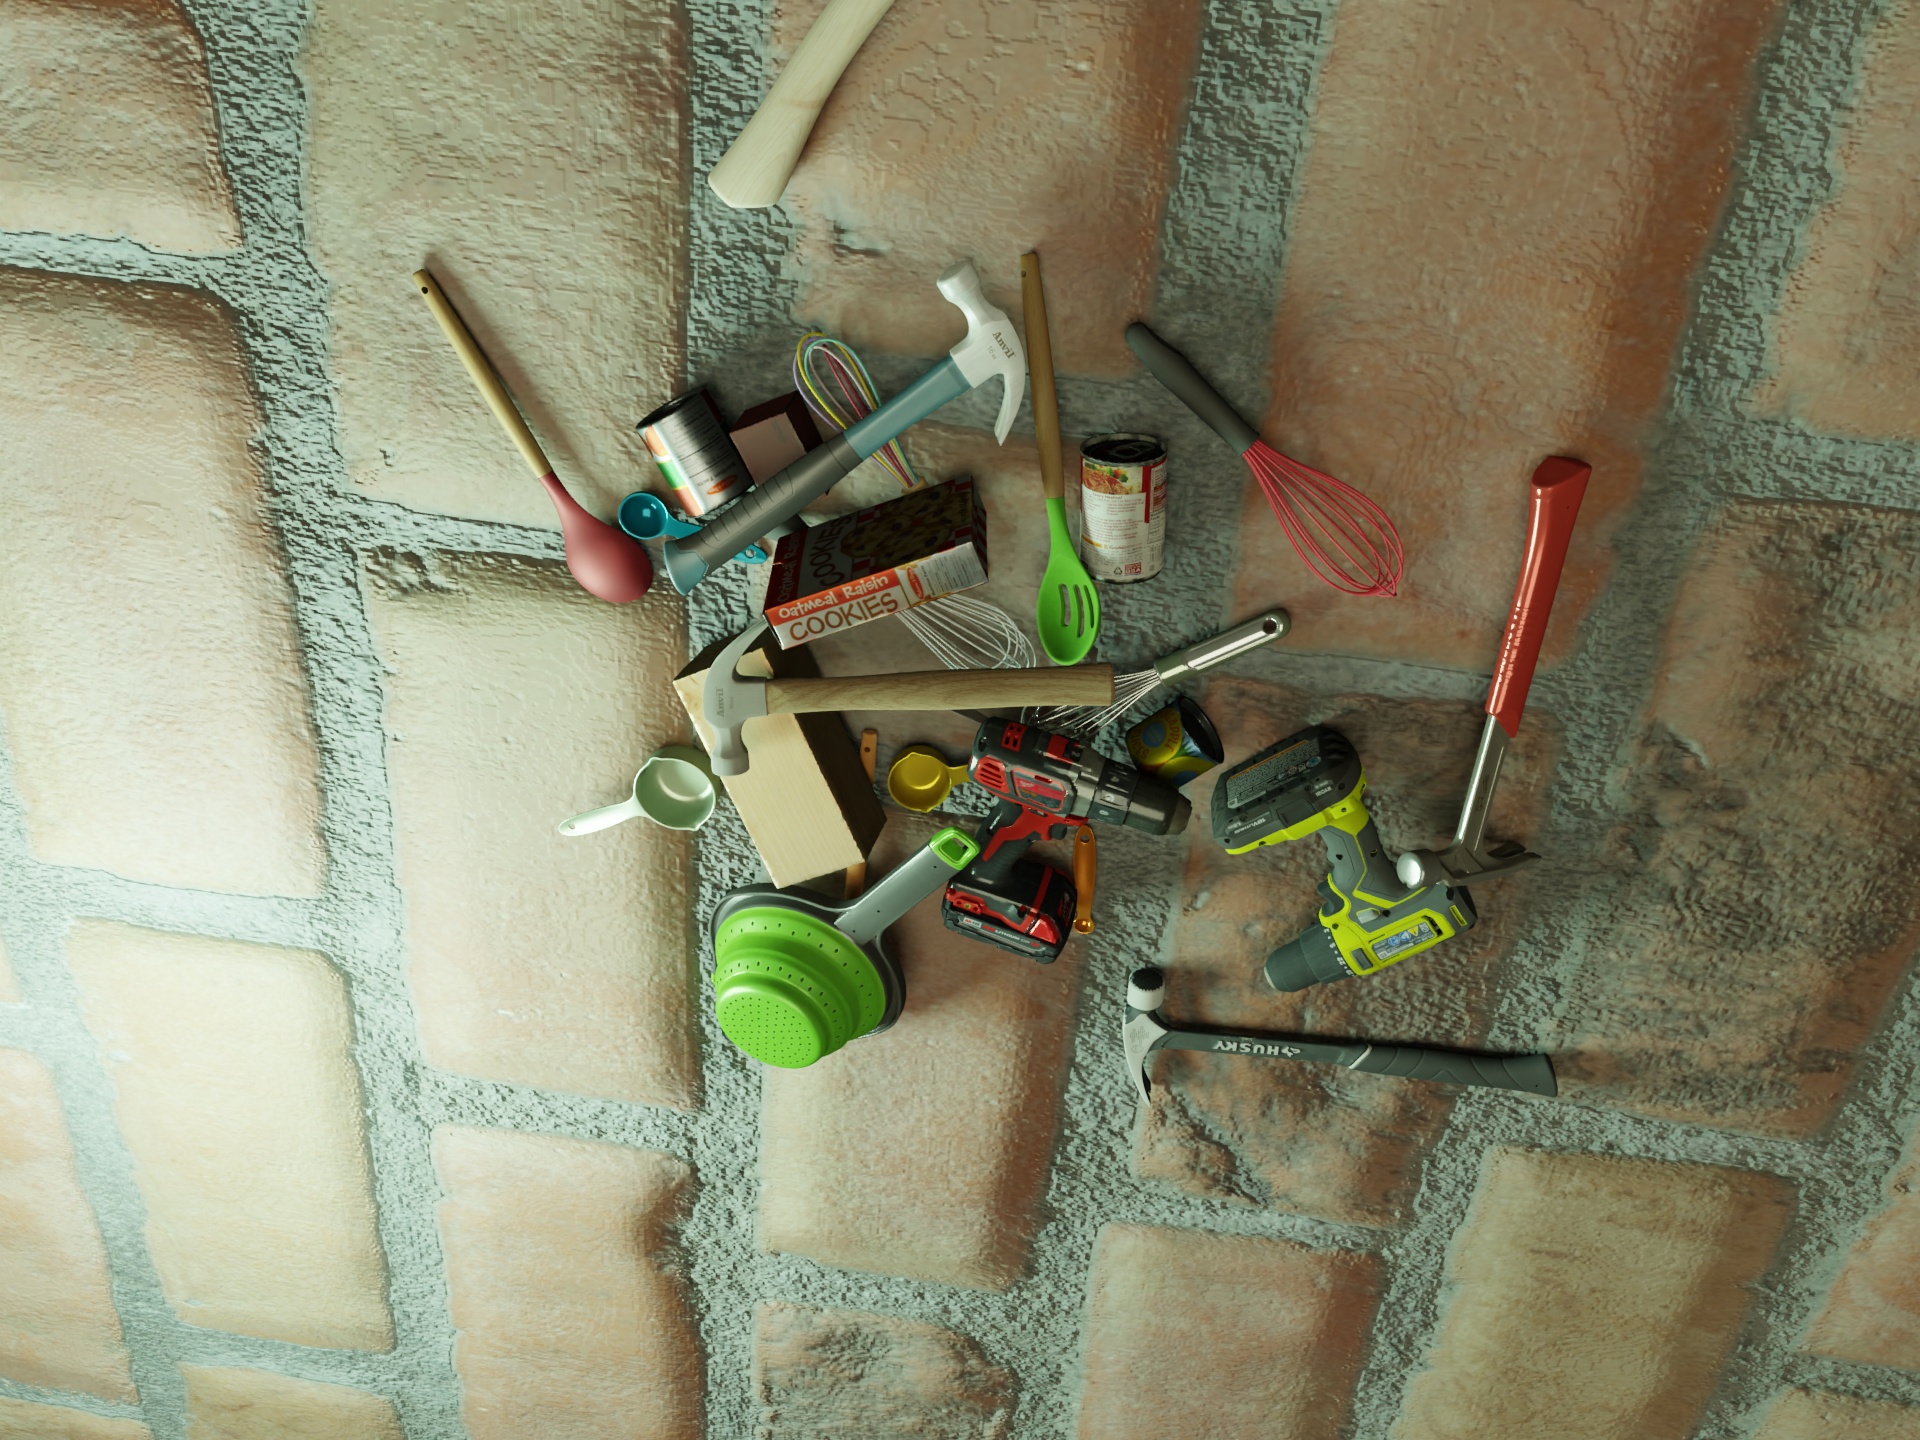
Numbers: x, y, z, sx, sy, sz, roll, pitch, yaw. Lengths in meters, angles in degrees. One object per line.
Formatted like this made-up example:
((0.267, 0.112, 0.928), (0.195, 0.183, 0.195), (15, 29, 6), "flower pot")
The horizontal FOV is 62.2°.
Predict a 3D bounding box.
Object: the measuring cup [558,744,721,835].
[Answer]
((-0.295, 0.071, 1.463), (0.167, 0.038, 0.083), (-18, 115, 20), "measuring cup")

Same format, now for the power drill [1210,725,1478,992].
((0.314, 0.133, 1.384), (0.190, 0.080, 0.228), (-29, 114, 21), "power drill")

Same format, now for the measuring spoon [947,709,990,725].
((-0.002, -0.004, 1.380), (0.124, 0.034, 0.018), (28, 125, -2), "measuring spoon")

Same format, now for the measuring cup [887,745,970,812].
((0.012, 0.039, 1.410), (0.156, 0.029, 0.062), (-12, 117, 2), "measuring cup")

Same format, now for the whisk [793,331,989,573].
((-0.049, -0.208, 1.266), (0.051, 0.047, 0.244), (-29, 116, 21), "whisk")

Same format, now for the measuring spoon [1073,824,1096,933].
((0.114, 0.145, 1.460), (0.021, 0.011, 0.116), (2, 116, 8), "measuring spoon")

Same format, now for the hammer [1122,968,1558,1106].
((0.357, 0.321, 1.508), (0.409, 0.036, 0.149), (5, 121, 5), "hammer")

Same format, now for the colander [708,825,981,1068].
((-0.115, 0.215, 1.427), (0.204, 0.094, 0.397), (40, 132, -9), "colander")

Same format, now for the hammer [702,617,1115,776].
((-0.042, -0.026, 1.283), (0.331, 0.031, 0.130), (-2, 109, 0), "hammer")

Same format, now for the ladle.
((-0.354, -0.226, 1.309), (0.069, 0.031, 0.315), (-22, 112, 19), "ladle")

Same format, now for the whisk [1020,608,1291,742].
((0.160, -0.036, 1.328), (0.246, 0.059, 0.058), (-24, 86, 16), "whisk")

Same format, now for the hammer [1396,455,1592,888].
((0.447, -0.032, 1.272), (0.149, 0.037, 0.359), (-7, 117, -30), "hammer")

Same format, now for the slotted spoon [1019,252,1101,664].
((0.072, -0.198, 1.224), (0.070, 0.031, 0.313), (10, 113, 49), "slotted spoon")

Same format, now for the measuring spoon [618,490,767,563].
((-0.223, -0.160, 1.335), (0.128, 0.021, 0.042), (19, 120, -13), "measuring spoon")

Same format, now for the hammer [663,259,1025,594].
((-0.094, -0.204, 1.219), (0.331, 0.033, 0.128), (-33, 117, 11), "hammer")

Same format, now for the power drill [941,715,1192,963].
((0.084, 0.107, 1.367), (0.188, 0.080, 0.226), (19, 133, 4), "power drill")

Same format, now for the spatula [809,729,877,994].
((-0.098, 0.150, 1.487), (0.081, 0.041, 0.322), (9, 116, 4), "spatula")

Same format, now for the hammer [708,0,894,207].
((-0.053, -0.525, 1.085), (0.146, 0.038, 0.410), (39, 118, -12), "hammer")

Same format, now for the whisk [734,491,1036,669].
((-0.062, -0.112, 1.315), (0.284, 0.070, 0.070), (31, 119, -4), "whisk")

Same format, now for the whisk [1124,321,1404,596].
((0.234, -0.198, 1.217), (0.295, 0.073, 0.073), (42, 117, -9), "whisk")
